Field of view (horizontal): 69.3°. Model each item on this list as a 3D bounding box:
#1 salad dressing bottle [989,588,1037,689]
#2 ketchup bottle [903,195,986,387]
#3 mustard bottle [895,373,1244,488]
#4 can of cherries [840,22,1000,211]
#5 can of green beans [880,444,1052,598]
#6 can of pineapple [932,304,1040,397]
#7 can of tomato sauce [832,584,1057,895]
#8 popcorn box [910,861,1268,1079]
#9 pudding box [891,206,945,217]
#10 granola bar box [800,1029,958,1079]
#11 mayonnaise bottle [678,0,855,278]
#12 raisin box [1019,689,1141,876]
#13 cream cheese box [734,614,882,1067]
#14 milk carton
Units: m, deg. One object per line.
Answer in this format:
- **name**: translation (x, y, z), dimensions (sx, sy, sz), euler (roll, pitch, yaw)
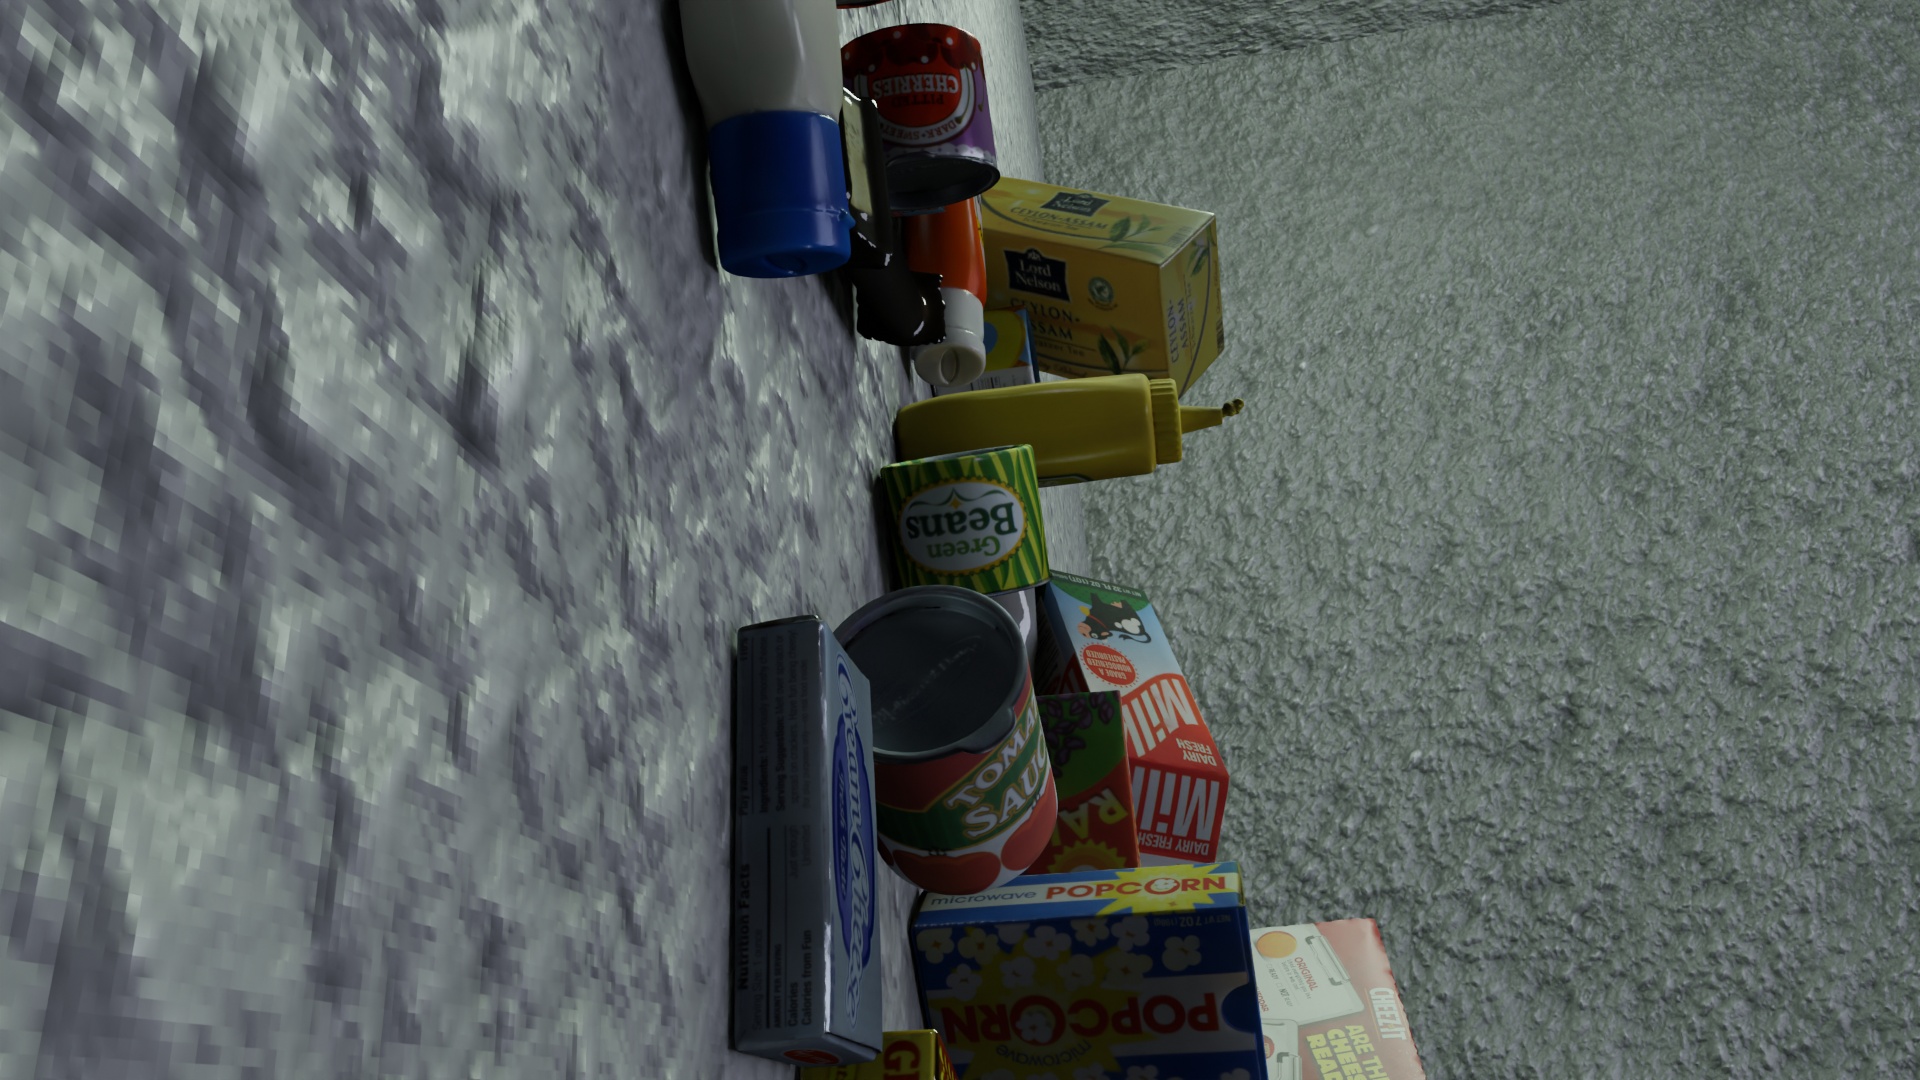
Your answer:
- **salad dressing bottle**: translation (0.021, 0.053, 0.762), dimensions (0.064, 0.044, 0.148), euler (79, 8, -66)
- **ketchup bottle**: translation (-0.009, -0.150, 0.734), dimensions (0.064, 0.043, 0.149), euler (92, -3, -58)
- **mustard bottle**: translation (0.052, -0.050, 0.649), dimensions (0.065, 0.160, 0.049), euler (0, 84, -82)
- **can of cherries**: translation (-0.019, -0.178, 0.586), dimensions (0.071, 0.071, 0.058), euler (22, 60, -82)
- **can of green beans**: translation (0.002, -0.008, 0.586), dimensions (0.071, 0.071, 0.057), euler (-45, 127, -81)
- **can of pineapple**: translation (0.015, -0.103, 0.811), dimensions (0.071, 0.058, 0.071), euler (-10, 93, -83)
- **can of tomato sauce**: translation (-0.004, 0.067, 0.447), dimensions (0.082, 0.071, 0.071), euler (76, 10, -46)
- **popcorn box**: translation (0.050, 0.174, 0.535), dimensions (0.038, 0.127, 0.085), euler (-53, 136, -74)
- **pudding box**: translation (-0.029, -0.187, 0.668), dimensions (0.084, 0.030, 0.049), euler (-31, 114, -82)
- **granola bar box**: translation (-0.008, 0.228, 0.374), dimensions (0.125, 0.039, 0.164), euler (-90, 170, -45)
- **mayonnaise bottle**: translation (-0.056, -0.149, 0.382), dimensions (0.065, 0.041, 0.148), euler (5, 79, -81)
- **raisin box**: translation (0.038, 0.135, 0.640), dimensions (0.040, 0.086, 0.124), euler (80, 6, -56)
- **cream cheese box**: translation (-0.038, 0.076, 0.351), dimensions (0.053, 0.024, 0.104), euler (69, 15, -63)
- **milk carton**: translation (0.082, 0.106, 0.750), dimensions (0.073, 0.072, 0.191), euler (-62, -154, 30)
